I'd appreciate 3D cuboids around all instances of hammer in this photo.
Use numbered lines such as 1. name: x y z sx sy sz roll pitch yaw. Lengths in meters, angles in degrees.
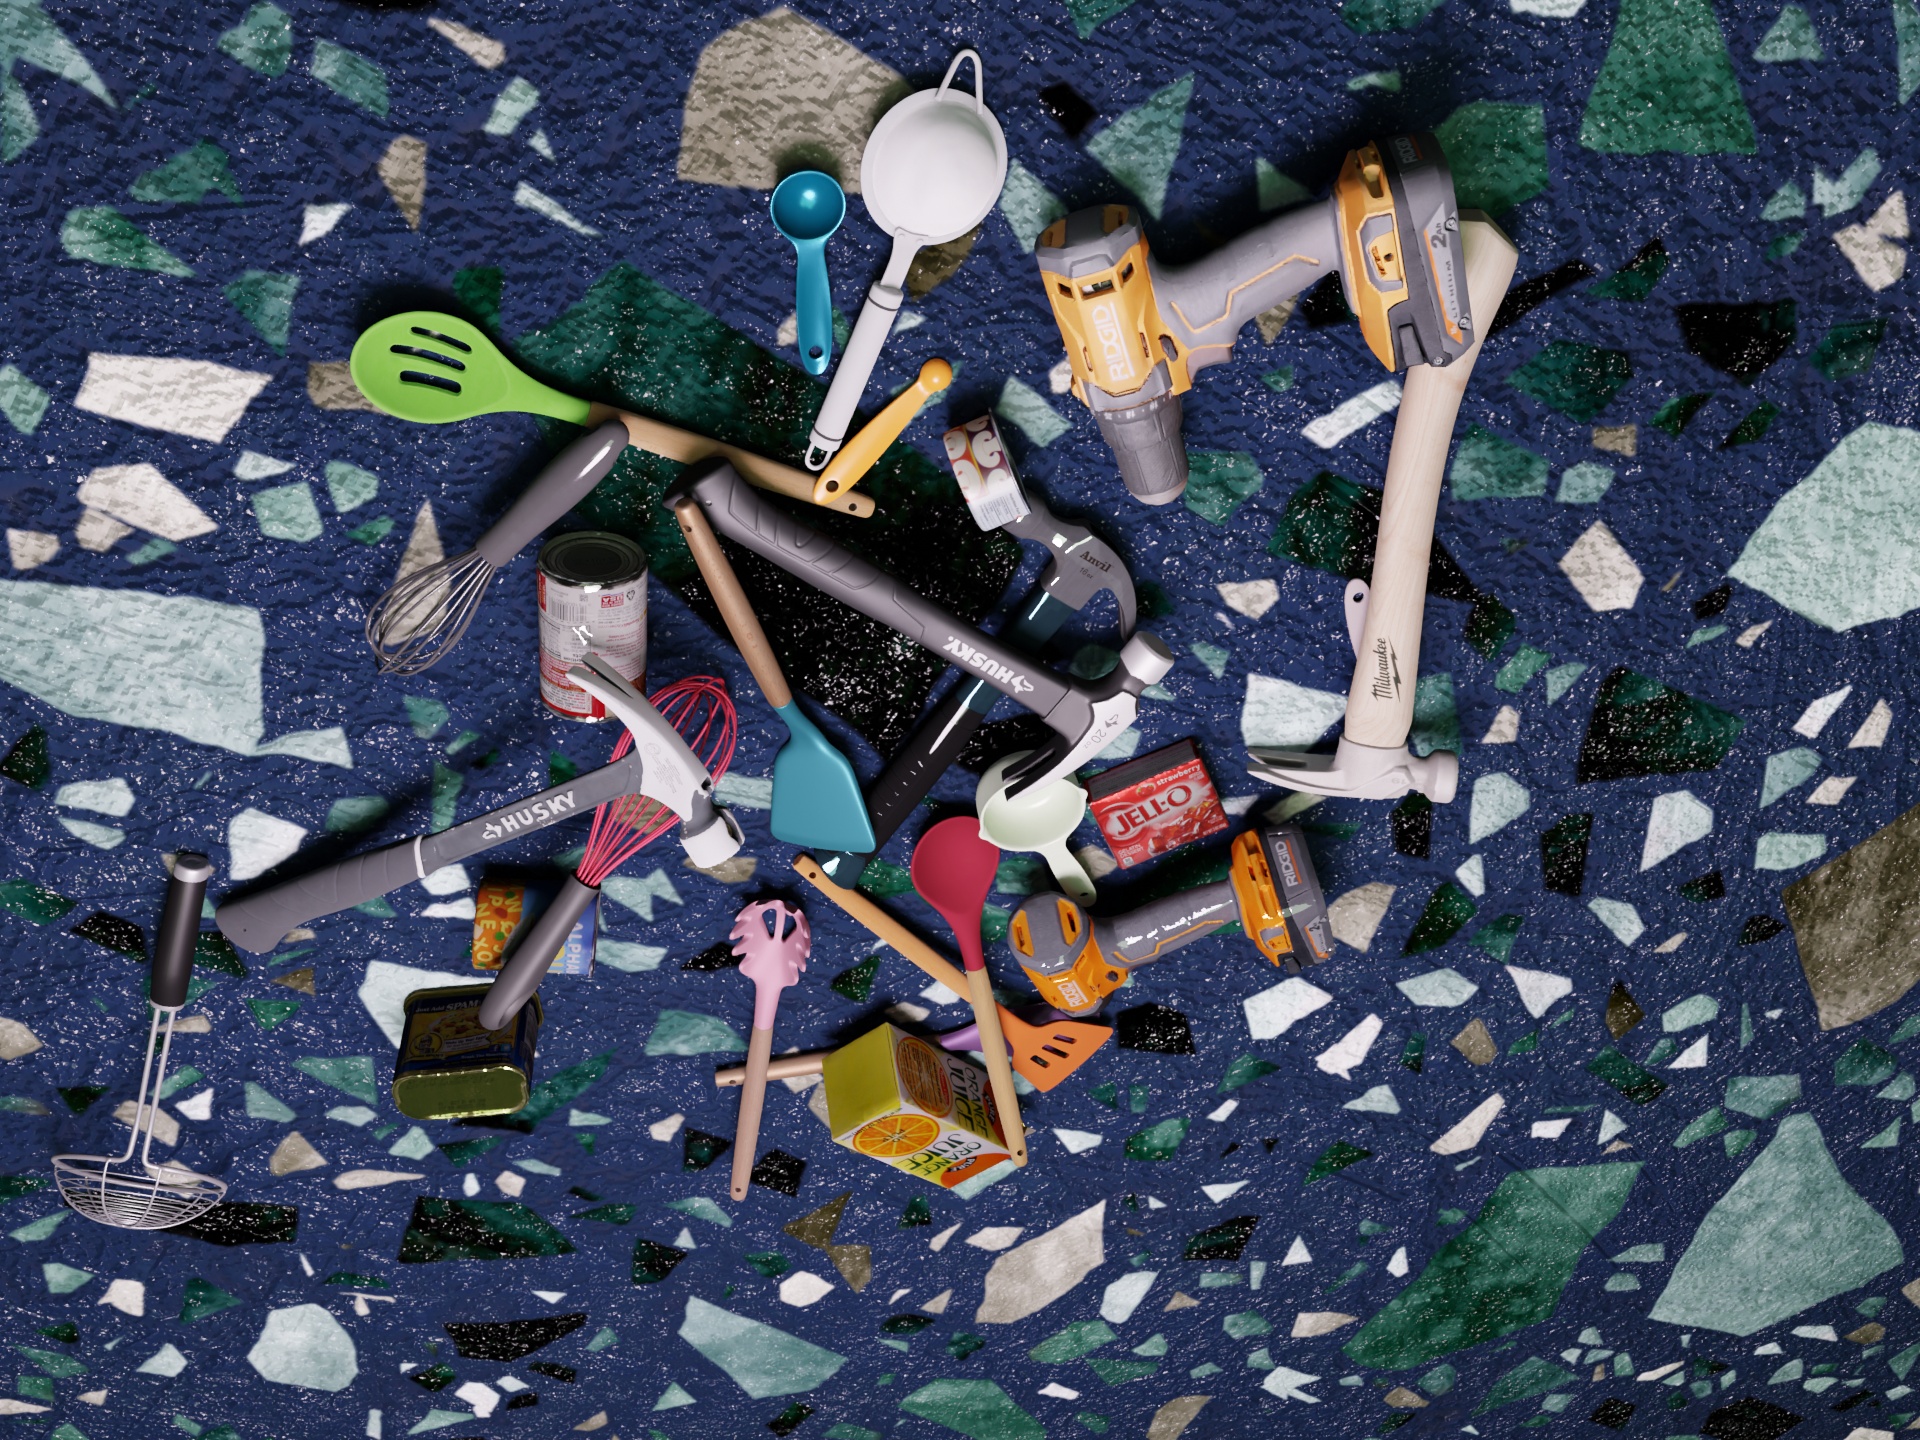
1. hammer: -0.036 -0.065 1.004 0.334 0.035 0.146 29 117 -23
2. hammer: -0.341 0.079 1.040 0.409 0.036 0.149 -20 110 24
3. hammer: -0.002 -0.003 1.092 0.128 0.033 0.331 27 118 -24
4. hammer: 0.281 -0.123 1.037 0.146 0.038 0.410 5 123 7

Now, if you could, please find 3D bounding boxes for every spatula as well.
1. spatula: -0.008 0.195 1.234 0.081 0.041 0.322 -45 114 11
2. spatula: -0.042 0.268 1.294 0.316 0.018 0.059 -8 125 -4
3. spatula: -0.126 -0.021 1.023 0.082 0.044 0.317 6 145 21

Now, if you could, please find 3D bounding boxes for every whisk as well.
1. whisk: -0.241 0.092 1.070 0.073 0.073 0.296 30 101 -27
2. whisk: -0.280 -0.103 0.958 0.239 0.055 0.055 -37 123 22

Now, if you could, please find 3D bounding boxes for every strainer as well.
1. strainer: -0.038 -0.248 0.905 0.086 0.050 0.258 6 130 -30

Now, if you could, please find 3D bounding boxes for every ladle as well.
1. ladle: 0.018 0.209 1.209 0.069 0.031 0.315 -16 112 -11

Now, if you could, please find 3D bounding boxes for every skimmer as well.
1. skimmer: -0.593 0.241 1.185 0.127 0.090 0.363 15 112 -16

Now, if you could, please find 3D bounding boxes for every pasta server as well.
1. pasta server: -0.159 0.263 1.243 0.060 0.040 0.316 13 119 3

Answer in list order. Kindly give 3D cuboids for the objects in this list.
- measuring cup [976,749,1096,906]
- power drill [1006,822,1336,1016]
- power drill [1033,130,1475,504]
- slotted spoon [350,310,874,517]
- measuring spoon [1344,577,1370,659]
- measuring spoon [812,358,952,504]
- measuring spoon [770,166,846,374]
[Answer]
1. measuring cup: 0.065 0.081 1.166 0.083 0.038 0.167 -24 136 9
2. power drill: 0.161 0.164 1.204 0.226 0.084 0.164 -17 147 8
3. power drill: 0.173 -0.224 0.918 0.226 0.084 0.185 -12 128 14
4. slotted spoon: -0.197 -0.172 0.944 0.313 0.031 0.070 16 123 -21
5. measuring spoon: 0.287 -0.046 1.113 0.034 0.018 0.124 -18 126 5
6. measuring spoon: -0.048 -0.173 0.963 0.117 0.011 0.021 -45 120 11
7. measuring spoon: -0.086 -0.257 0.908 0.042 0.021 0.128 -9 136 -10
